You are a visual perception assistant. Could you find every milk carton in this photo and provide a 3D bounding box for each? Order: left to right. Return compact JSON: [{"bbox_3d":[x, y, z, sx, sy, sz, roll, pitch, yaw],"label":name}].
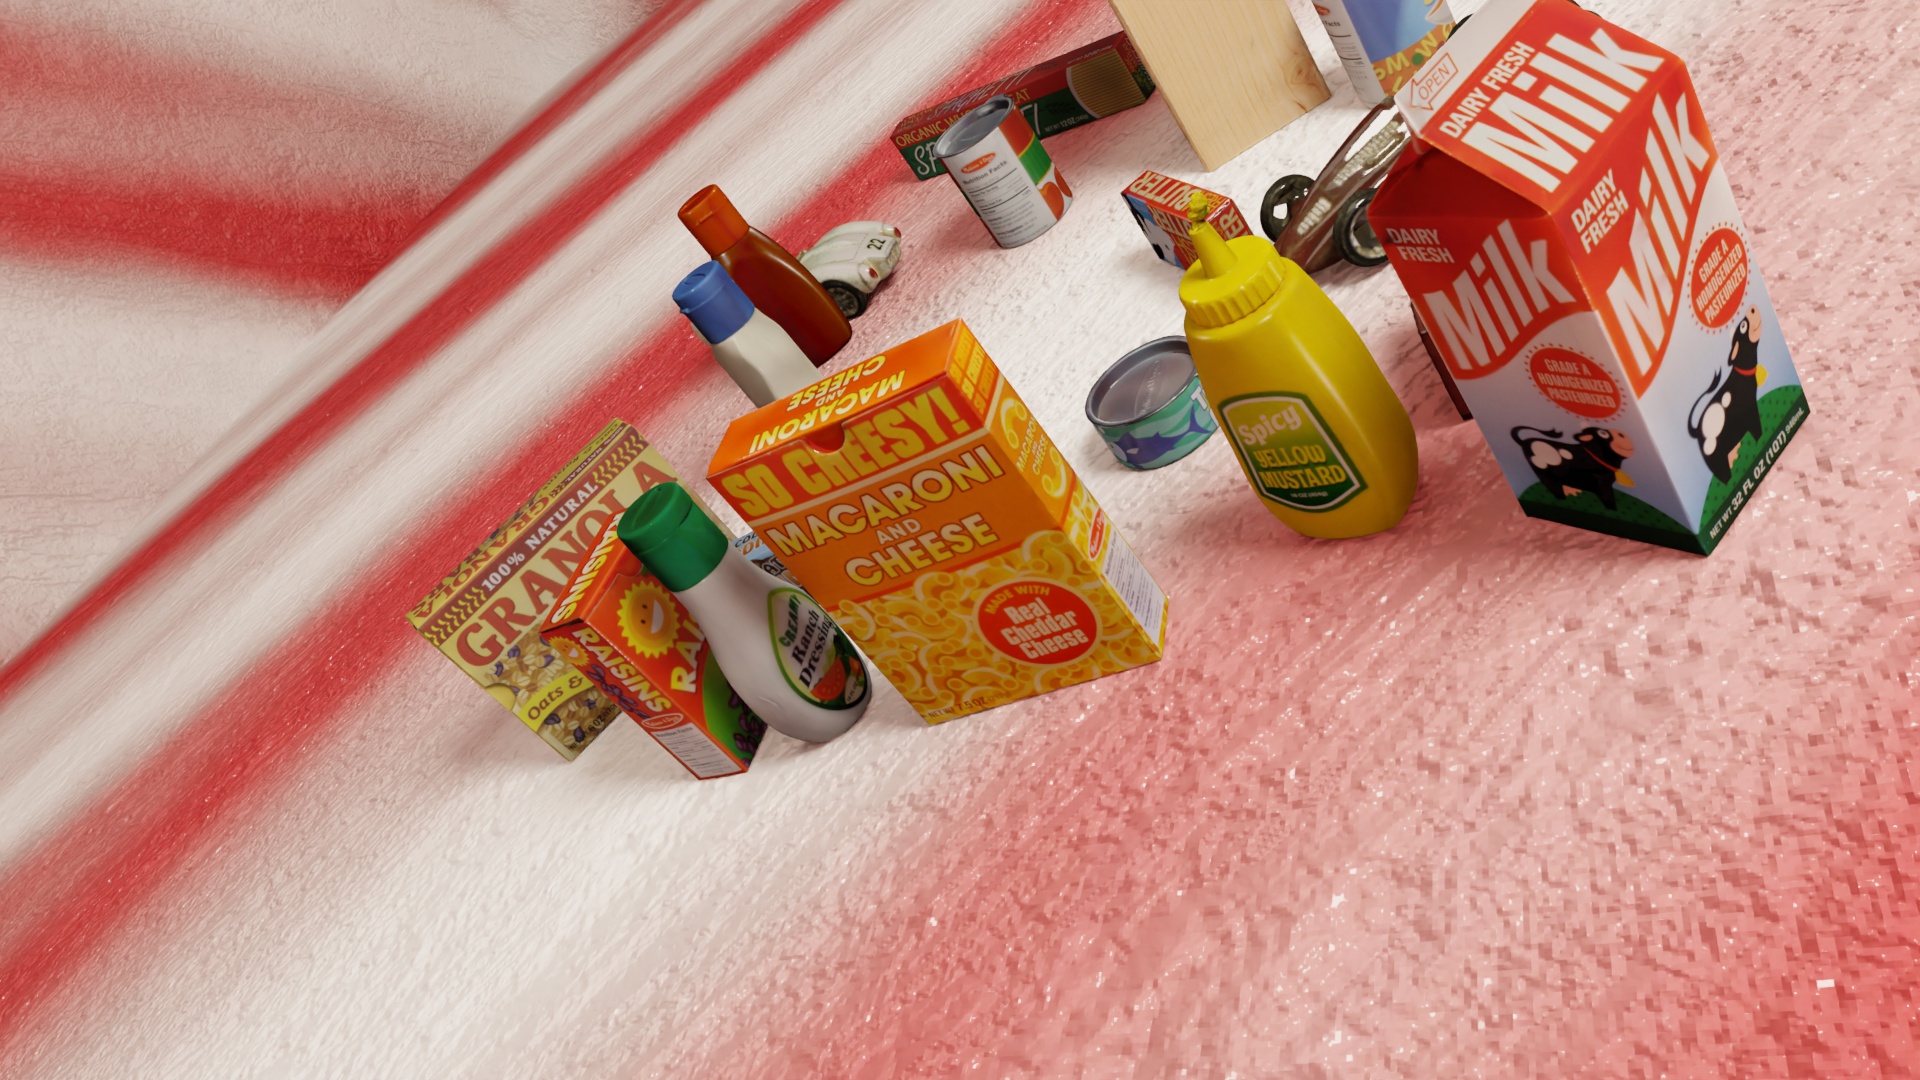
[{"bbox_3d":[0.200,-0.088,0.453,0.072,0.190,0.073,-47,31,-14],"label":"milk carton"}]

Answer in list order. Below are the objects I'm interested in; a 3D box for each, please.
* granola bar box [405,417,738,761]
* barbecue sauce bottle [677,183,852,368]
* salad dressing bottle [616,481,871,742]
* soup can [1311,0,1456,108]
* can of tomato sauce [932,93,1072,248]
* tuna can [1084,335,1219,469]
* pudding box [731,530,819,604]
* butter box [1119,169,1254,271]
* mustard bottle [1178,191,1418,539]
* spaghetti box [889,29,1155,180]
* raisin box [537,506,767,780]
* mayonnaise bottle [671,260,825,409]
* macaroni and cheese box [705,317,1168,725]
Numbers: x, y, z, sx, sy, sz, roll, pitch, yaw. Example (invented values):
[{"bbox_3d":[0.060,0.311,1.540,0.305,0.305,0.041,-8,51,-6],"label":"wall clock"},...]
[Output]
[{"bbox_3d":[-0.217,0.029,0.819,0.166,0.124,0.039,-47,30,-13],"label":"granola bar box"},{"bbox_3d":[-0.145,-0.190,1.014,0.065,0.148,0.044,-35,30,8],"label":"barbecue sauce bottle"},{"bbox_3d":[-0.101,0.035,0.660,0.044,0.147,0.064,-19,35,31],"label":"salad dressing bottle"},{"bbox_3d":[0.248,-0.305,0.803,0.071,0.083,0.072,-28,32,19],"label":"soup can"},{"bbox_3d":[0.032,-0.260,0.979,0.071,0.083,0.071,-28,32,19],"label":"can of tomato sauce"},{"bbox_3d":[0.101,-0.070,0.696,0.071,0.032,0.071,-28,32,19],"label":"tuna can"},{"bbox_3d":[-0.106,0.018,0.786,0.083,0.049,0.030,-25,33,23],"label":"pudding box"},{"bbox_3d":[0.132,-0.175,0.784,0.024,0.053,0.104,-40,30,0],"label":"butter box"},{"bbox_3d":[0.123,-0.068,0.541,0.065,0.160,0.049,-6,43,44],"label":"mustard bottle"},{"bbox_3d":[0.044,-0.344,1.114,0.249,0.050,0.029,-5,44,44],"label":"spaghetti box"},{"bbox_3d":[-0.144,0.051,0.709,0.040,0.123,0.086,-16,37,34],"label":"raisin box"},{"bbox_3d":[-0.120,-0.109,0.876,0.041,0.147,0.065,-50,31,-18],"label":"mayonnaise bottle"},{"bbox_3d":[-0.006,0.000,0.584,0.123,0.166,0.040,-20,35,30],"label":"macaroni and cheese box"}]
